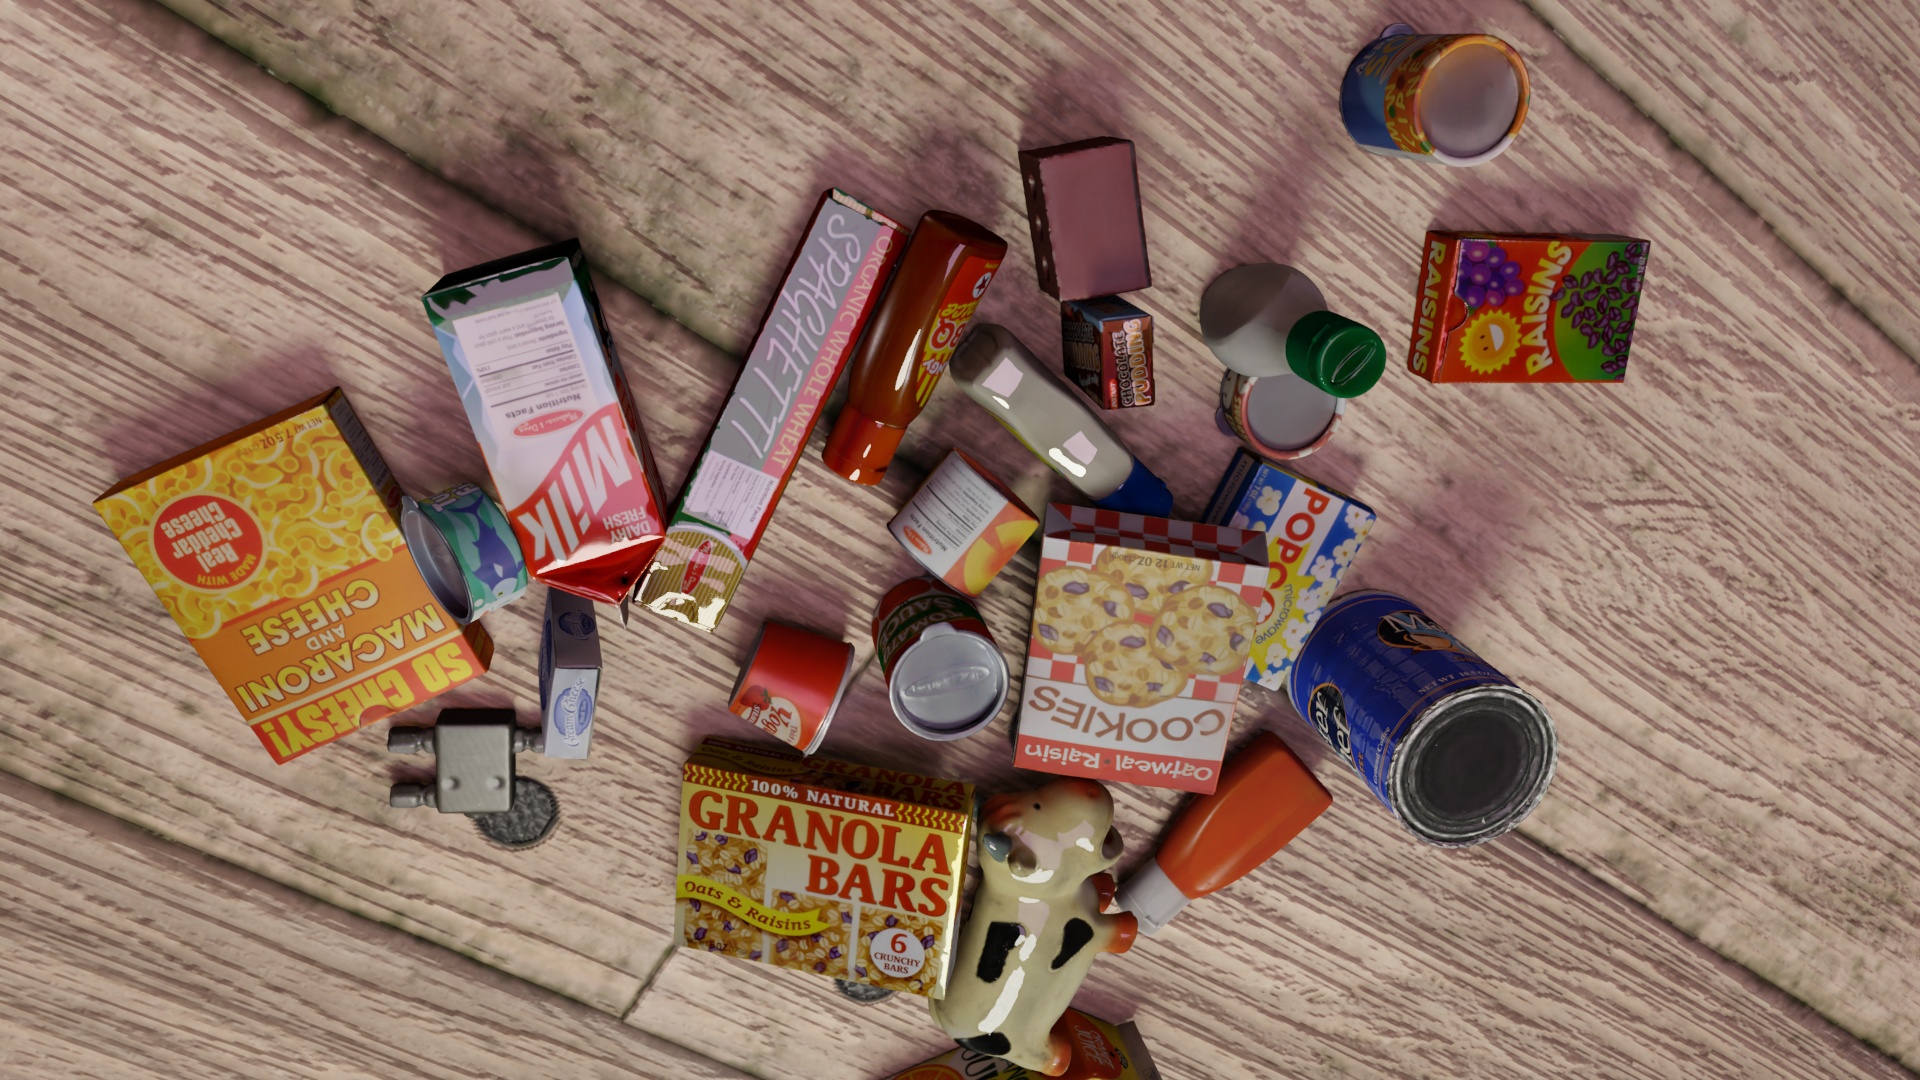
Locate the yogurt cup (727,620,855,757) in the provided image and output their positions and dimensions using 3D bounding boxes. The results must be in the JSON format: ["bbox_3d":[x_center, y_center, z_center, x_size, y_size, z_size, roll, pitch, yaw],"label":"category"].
[{"bbox_3d":[-0.097,0.080,0.787,0.054,0.072,0.072,24,103,-10],"label":"yogurt cup"}]

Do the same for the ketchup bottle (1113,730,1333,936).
[{"bbox_3d":[0.164,0.192,0.890,0.148,0.044,0.064,-43,111,5],"label":"ketchup bottle"}]

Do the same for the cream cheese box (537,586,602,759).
[{"bbox_3d":[-0.208,0.068,0.736,0.024,0.104,0.053,5,110,-21],"label":"cream cheese box"}]

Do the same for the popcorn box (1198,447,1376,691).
[{"bbox_3d":[0.179,0.018,0.835,0.085,0.038,0.126,22,103,-18],"label":"popcorn box"}]

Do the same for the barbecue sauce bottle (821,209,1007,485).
[{"bbox_3d":[-0.029,-0.101,0.740,0.044,0.065,0.148,33,110,14],"label":"barbecue sauce bottle"}]

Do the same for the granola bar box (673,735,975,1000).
[{"bbox_3d":[-0.080,0.190,0.811,0.165,0.039,0.123,9,108,8],"label":"granola bar box"}]

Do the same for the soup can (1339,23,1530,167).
[{"bbox_3d":[0.249,-0.237,0.736,0.071,0.084,0.071,-4,109,-10],"label":"soup can"}]

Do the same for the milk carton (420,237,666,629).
[{"bbox_3d":[-0.202,-0.050,0.714,0.073,0.072,0.189,-17,111,-5],"label":"milk carton"}]

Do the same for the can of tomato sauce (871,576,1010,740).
[{"bbox_3d":[-0.014,0.063,0.786,0.071,0.083,0.071,-4,110,-10],"label":"can of tomato sauce"}]

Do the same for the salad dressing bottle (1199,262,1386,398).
[{"bbox_3d":[0.172,-0.109,0.729,0.064,0.148,0.044,-45,112,7],"label":"salad dressing bottle"}]

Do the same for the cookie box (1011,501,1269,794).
[{"bbox_3d":[0.099,0.066,0.798,0.123,0.040,0.166,8,123,3],"label":"cookie box"}]

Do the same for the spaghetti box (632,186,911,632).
[{"bbox_3d":[-0.104,-0.068,0.751,0.050,0.029,0.249,24,103,-18],"label":"spaghetti box"}]

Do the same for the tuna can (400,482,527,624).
[{"bbox_3d":[-0.249,0.004,0.696,0.033,0.071,0.070,-30,117,-35],"label":"tuna can"}]

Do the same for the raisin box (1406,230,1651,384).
[{"bbox_3d":[0.331,-0.136,0.812,0.123,0.040,0.085,-1,110,-11],"label":"raisin box"}]

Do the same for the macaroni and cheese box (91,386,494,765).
[{"bbox_3d":[-0.342,0.021,0.726,0.124,0.040,0.166,-24,112,-2],"label":"macaroni and cheese box"}]

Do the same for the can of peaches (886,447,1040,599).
[{"bbox_3d":[0.003,-0.010,0.775,0.071,0.071,0.058,37,98,-21],"label":"can of peaches"}]

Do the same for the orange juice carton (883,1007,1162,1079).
[{"bbox_3d":[0.037,0.375,0.912,0.193,0.072,0.072,-21,113,-4],"label":"orange juice carton"}]

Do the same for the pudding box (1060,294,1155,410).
[{"bbox_3d":[0.079,-0.104,0.746,0.030,0.084,0.049,-7,111,-9],"label":"pudding box"}]

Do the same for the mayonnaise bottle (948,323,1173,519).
[{"bbox_3d":[0.059,-0.058,0.772,0.148,0.065,0.041,41,96,-25],"label":"mayonnaise bottle"}]

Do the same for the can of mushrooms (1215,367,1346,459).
[{"bbox_3d":[0.185,-0.081,0.804,0.071,0.033,0.070,-4,110,-11],"label":"can of mushrooms"}]
